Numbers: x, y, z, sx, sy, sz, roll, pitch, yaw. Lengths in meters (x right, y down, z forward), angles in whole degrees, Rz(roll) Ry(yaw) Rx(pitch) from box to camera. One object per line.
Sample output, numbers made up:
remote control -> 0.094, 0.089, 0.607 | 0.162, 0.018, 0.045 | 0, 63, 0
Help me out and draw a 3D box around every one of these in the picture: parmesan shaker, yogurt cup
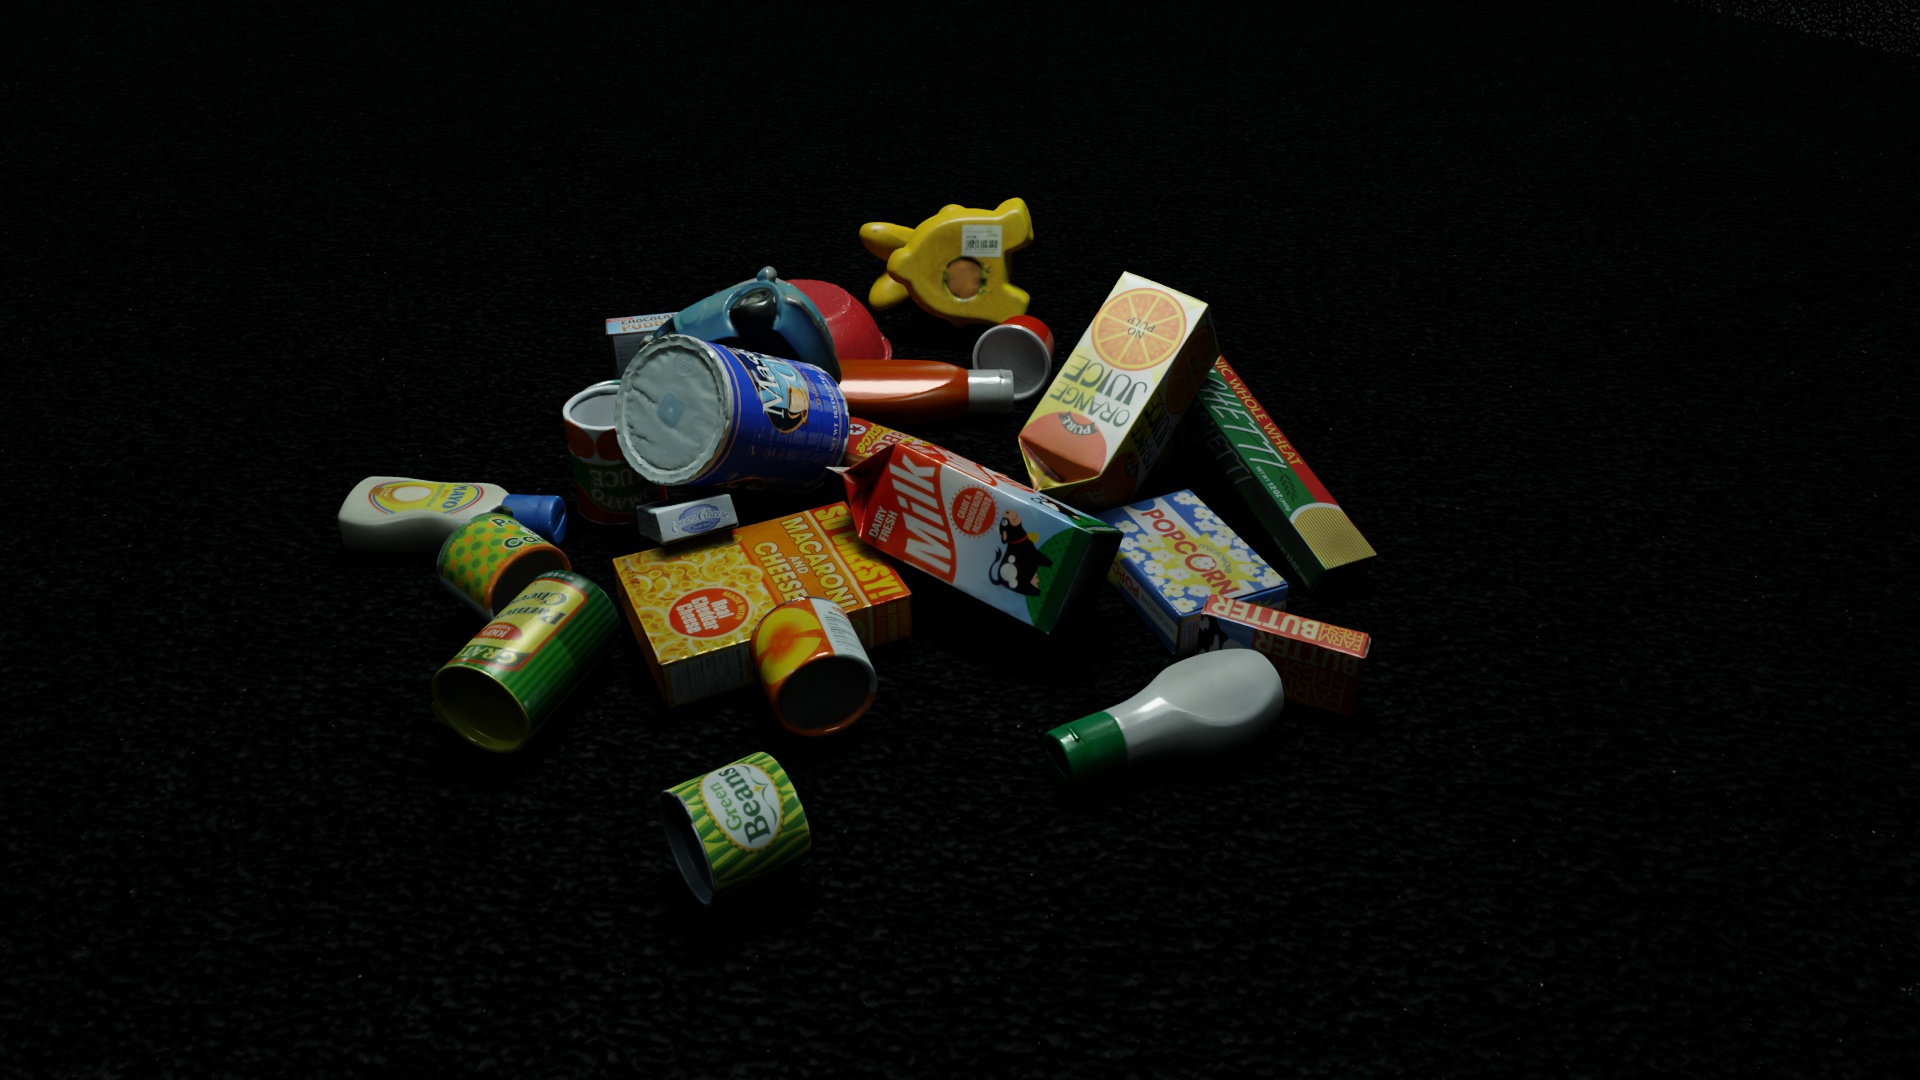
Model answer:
parmesan shaker -> -0.265, 0.072, 0.850 | 0.071, 0.071, 0.103 | 12, 36, 15
yogurt cup -> 0.049, -0.159, 1.190 | 0.072, 0.072, 0.054 | 10, 28, 12

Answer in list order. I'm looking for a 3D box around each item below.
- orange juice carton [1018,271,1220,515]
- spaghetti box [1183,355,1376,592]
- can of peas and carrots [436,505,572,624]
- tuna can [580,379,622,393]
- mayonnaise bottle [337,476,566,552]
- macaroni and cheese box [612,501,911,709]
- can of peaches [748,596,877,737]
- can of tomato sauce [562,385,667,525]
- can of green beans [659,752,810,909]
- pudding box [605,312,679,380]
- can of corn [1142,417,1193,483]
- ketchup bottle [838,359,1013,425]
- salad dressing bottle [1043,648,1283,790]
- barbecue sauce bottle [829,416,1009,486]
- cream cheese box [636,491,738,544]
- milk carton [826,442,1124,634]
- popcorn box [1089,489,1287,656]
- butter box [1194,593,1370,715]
orange juice carton -> 0.107, -0.090, 1.003 | 0.073, 0.071, 0.193 | 27, 77, 27
spaghetti box -> 0.213, -0.069, 1.028 | 0.050, 0.028, 0.251 | -13, 55, -27
can of peas and carrots -> -0.299, 0.020, 0.918 | 0.059, 0.070, 0.071 | 28, 43, 32
tuna can -> -0.274, -0.101, 1.121 | 0.071, 0.032, 0.071 | 0, 35, 0
mayonnaise bottle -> -0.360, -0.017, 0.993 | 0.148, 0.041, 0.065 | 2, 34, 2
macaroni and cheese box -> -0.132, 0.038, 0.923 | 0.167, 0.040, 0.124 | -15, 38, -21
can of peaches -> -0.092, 0.079, 0.847 | 0.071, 0.071, 0.058 | -12, 38, -18
can of tomato sauce -> -0.254, -0.062, 1.024 | 0.071, 0.082, 0.071 | 1, 35, 0
can of green beans -> -0.120, 0.153, 0.739 | 0.058, 0.071, 0.071 | -20, 41, -28
pudding box -> -0.262, -0.168, 1.203 | 0.084, 0.049, 0.030 | -8, 38, -11
can of corn -> 0.140, -0.081, 1.081 | 0.071, 0.070, 0.058 | 23, 42, 28
ketchup bottle -> -0.031, -0.124, 1.152 | 0.149, 0.043, 0.065 | -1, 41, -3
salad dressing bottle -> 0.121, 0.108, 0.831 | 0.148, 0.043, 0.064 | -16, 41, -21
barbecue sauce bottle -> -0.035, -0.052, 1.051 | 0.148, 0.043, 0.065 | 19, 35, 23
cream cheese box -> -0.194, -0.017, 0.975 | 0.053, 0.024, 0.104 | -15, 9, -19
milk carton -> 0.003, -0.012, 0.932 | 0.191, 0.073, 0.072 | 26, 11, 22
popcorn box -> 0.154, 0.020, 0.959 | 0.085, 0.038, 0.127 | -15, 39, -20
butter box -> 0.201, 0.072, 0.875 | 0.103, 0.052, 0.024 | 14, 39, 18
